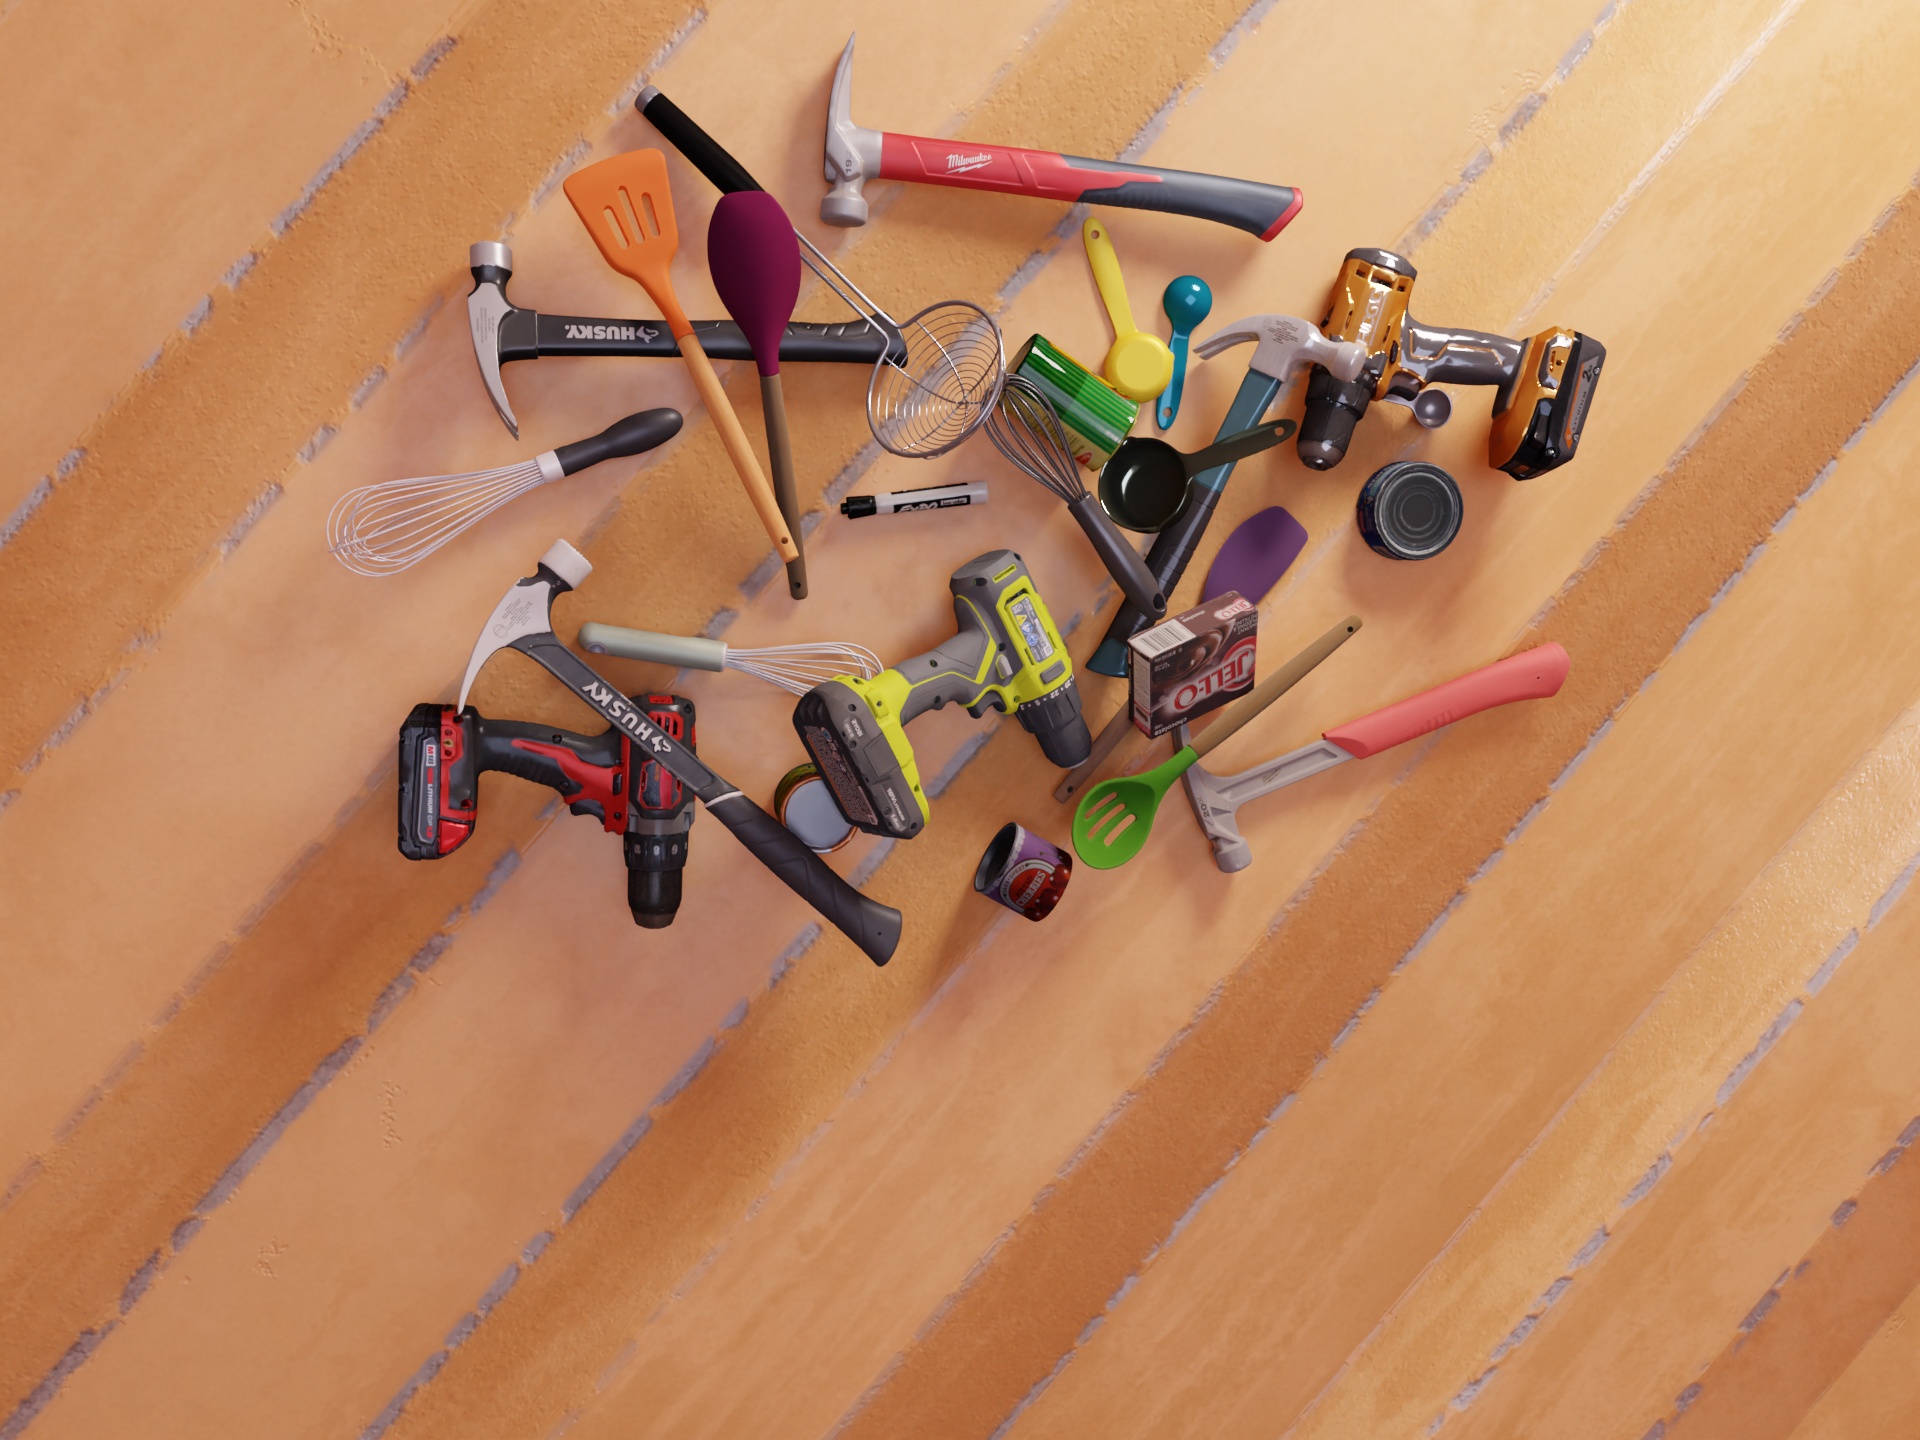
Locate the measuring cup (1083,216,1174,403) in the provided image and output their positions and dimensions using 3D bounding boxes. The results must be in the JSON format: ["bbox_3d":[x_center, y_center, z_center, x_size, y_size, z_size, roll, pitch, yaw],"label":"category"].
[{"bbox_3d":[0.130,-0.336,1.297,0.062,0.029,0.156,-19,98,6],"label":"measuring cup"}]

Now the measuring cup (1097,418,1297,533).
[{"bbox_3d":[0.193,-0.203,1.277,0.167,0.038,0.083,-19,79,21],"label":"measuring cup"}]

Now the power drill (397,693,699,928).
[{"bbox_3d":[-0.320,0.071,1.250,0.226,0.080,0.188,1,97,-14],"label":"power drill"}]

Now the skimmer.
[{"bbox_3d":[-0.114,-0.347,1.194,0.363,0.090,0.127,43,106,-3],"label":"skimmer"}]

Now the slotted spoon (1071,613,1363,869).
[{"bbox_3d":[0.216,0.012,1.334,0.314,0.031,0.070,-39,106,-5],"label":"slotted spoon"}]

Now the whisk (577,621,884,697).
[{"bbox_3d":[-0.182,-0.050,1.277,0.246,0.057,0.059,9,62,-9],"label":"whisk"}]

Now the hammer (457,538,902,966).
[{"bbox_3d":[-0.201,0.052,1.222,0.408,0.036,0.149,43,79,-13],"label":"hammer"}]

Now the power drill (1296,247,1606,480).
[{"bbox_3d":[0.396,-0.270,1.318,0.226,0.084,0.185,20,85,-3],"label":"power drill"}]

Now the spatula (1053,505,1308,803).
[{"bbox_3d":[0.182,-0.055,1.356,0.059,0.018,0.316,40,88,-15],"label":"spatula"}]

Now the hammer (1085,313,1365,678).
[{"bbox_3d":[0.197,-0.180,1.311,0.128,0.033,0.331,32,100,24],"label":"hammer"}]

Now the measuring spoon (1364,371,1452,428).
[{"bbox_3d":[0.363,-0.283,1.364,0.124,0.018,0.034,20,93,-6],"label":"measuring spoon"}]

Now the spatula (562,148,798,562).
[{"bbox_3d":[-0.195,-0.267,1.190,0.081,0.041,0.322,-25,89,-17],"label":"spatula"}]

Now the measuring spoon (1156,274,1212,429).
[{"bbox_3d":[0.183,-0.305,1.319,0.042,0.021,0.128,9,96,-12],"label":"measuring spoon"}]

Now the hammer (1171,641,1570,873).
[{"bbox_3d":[0.363,0.001,1.390,0.359,0.037,0.149,-22,101,-7],"label":"hammer"}]

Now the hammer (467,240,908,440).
[{"bbox_3d":[-0.206,-0.290,1.230,0.334,0.035,0.146,-2,82,-14],"label":"hammer"}]

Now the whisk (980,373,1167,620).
[{"bbox_3d":[0.094,-0.172,1.260,0.055,0.055,0.238,-39,108,-3],"label":"whisk"}]

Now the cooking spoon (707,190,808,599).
[{"bbox_3d":[-0.143,-0.240,1.219,0.069,0.017,0.318,-4,118,3],"label":"cooking spoon"}]

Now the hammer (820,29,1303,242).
[{"bbox_3d":[0.086,-0.448,1.266,0.386,0.038,0.143,4,95,-9],"label":"hammer"}]

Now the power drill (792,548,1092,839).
[{"bbox_3d":[-0.002,-0.004,1.272,0.228,0.080,0.190,-35,109,-26],"label":"power drill"}]

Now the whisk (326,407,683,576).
[{"bbox_3d":[-0.345,-0.182,1.218,0.284,0.070,0.070,-24,102,-12],"label":"whisk"}]
